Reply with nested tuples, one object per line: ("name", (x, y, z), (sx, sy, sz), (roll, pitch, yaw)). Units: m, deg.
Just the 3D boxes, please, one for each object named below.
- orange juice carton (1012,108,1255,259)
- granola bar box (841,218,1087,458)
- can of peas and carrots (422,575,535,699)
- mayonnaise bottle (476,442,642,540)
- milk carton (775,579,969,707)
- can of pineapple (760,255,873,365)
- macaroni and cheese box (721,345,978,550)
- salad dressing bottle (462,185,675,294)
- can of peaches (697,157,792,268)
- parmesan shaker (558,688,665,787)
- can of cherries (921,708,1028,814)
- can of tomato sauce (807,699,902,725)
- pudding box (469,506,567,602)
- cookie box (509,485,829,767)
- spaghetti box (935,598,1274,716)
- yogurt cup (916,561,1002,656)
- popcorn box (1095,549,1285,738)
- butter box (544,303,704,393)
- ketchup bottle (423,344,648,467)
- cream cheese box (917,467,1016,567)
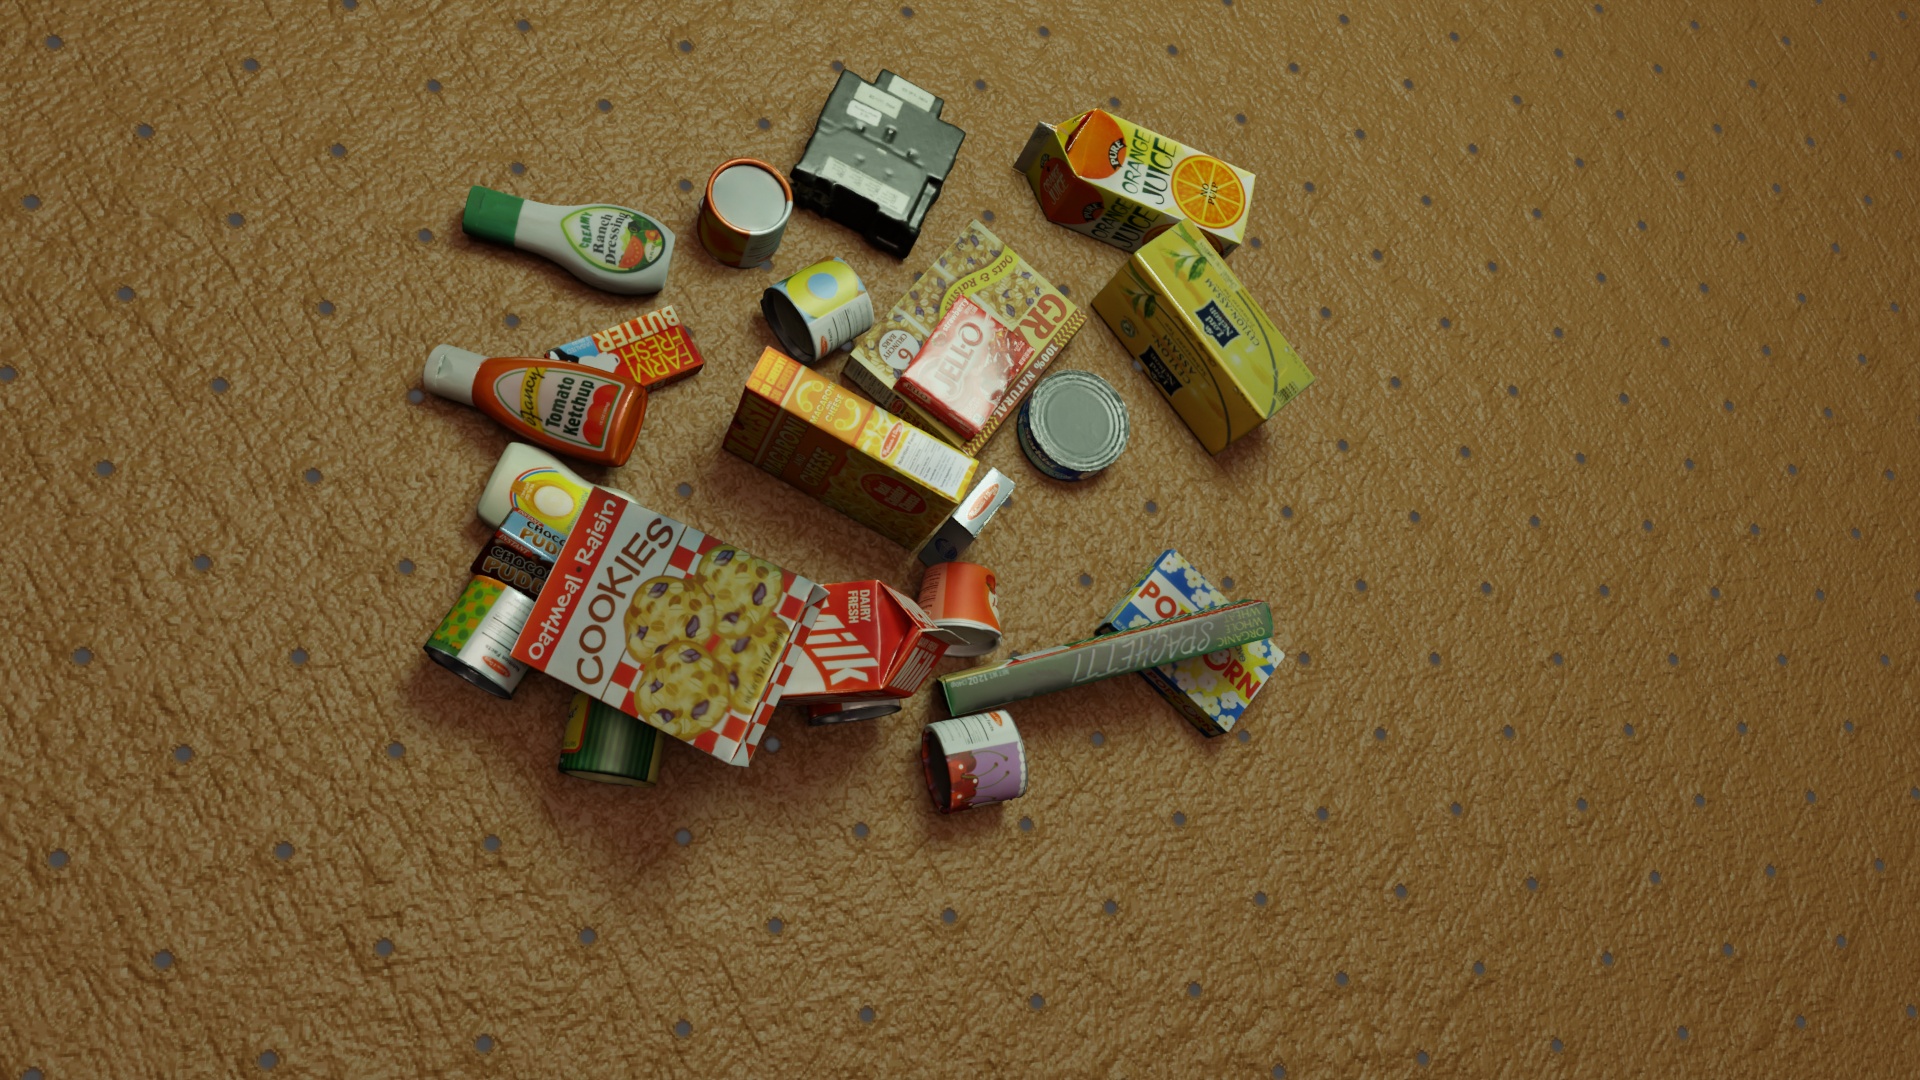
("orange juice carton", (0.142, -0.297, 1.168), (0.193, 0.071, 0.073), (19, 69, -12))
("granola bar box", (0.005, -0.155, 1.101), (0.124, 0.039, 0.166), (40, 67, -3))
("can of peas and carrots", (-0.313, 0.064, 0.924), (0.071, 0.070, 0.059), (32, 67, -7))
("mayonnaise bottle", (-0.257, -0.013, 0.975), (0.148, 0.041, 0.065), (23, 75, -9))
("milk carton", (-0.094, 0.070, 0.923), (0.190, 0.072, 0.073), (-5, 78, 13))
("can of pineapple", (-0.109, -0.177, 1.057), (0.058, 0.070, 0.071), (-34, 87, -23))
("macaroni and cheese box", (-0.084, -0.062, 1.000), (0.166, 0.123, 0.040), (28, 67, -8))
("salad dressing bottle", (-0.288, -0.224, 1.026), (0.148, 0.044, 0.064), (13, 72, -13))
("can of peaches", (-0.167, -0.253, 1.065), (0.071, 0.058, 0.071), (5, 74, -17))
("parmesan shaker", (-0.228, 0.109, 0.933), (0.071, 0.071, 0.103), (12, 71, -14))
("can of cherries", (0.009, 0.161, 0.997), (0.058, 0.071, 0.071), (-10, 78, -20))
("can of tomato sauce", (-0.082, 0.085, 0.991), (0.071, 0.071, 0.083), (-5, 76, -19))
("pudding box", (-0.282, 0.020, 0.943), (0.083, 0.049, 0.030), (35, 30, -17))
("cookie box", (-0.185, 0.053, 0.885), (0.167, 0.040, 0.123), (23, 82, 15))
("spaghetti box", (0.107, 0.085, 1.025), (0.250, 0.050, 0.028), (-13, 90, -6))
("yogurt cup", (-0.002, 0.050, 1.027), (0.072, 0.072, 0.054), (10, 64, -15))
("popcorn box", (0.180, 0.080, 1.088), (0.126, 0.038, 0.085), (43, 67, -2))
("butter box", (-0.247, -0.131, 1.022), (0.104, 0.024, 0.053), (-26, 85, -22))
("ketchup bottle", (-0.298, -0.100, 0.970), (0.149, 0.043, 0.065), (17, 84, 5))
("cream cheese box", (0.004, -0.013, 1.025), (0.024, 0.103, 0.053), (41, 66, -1))
